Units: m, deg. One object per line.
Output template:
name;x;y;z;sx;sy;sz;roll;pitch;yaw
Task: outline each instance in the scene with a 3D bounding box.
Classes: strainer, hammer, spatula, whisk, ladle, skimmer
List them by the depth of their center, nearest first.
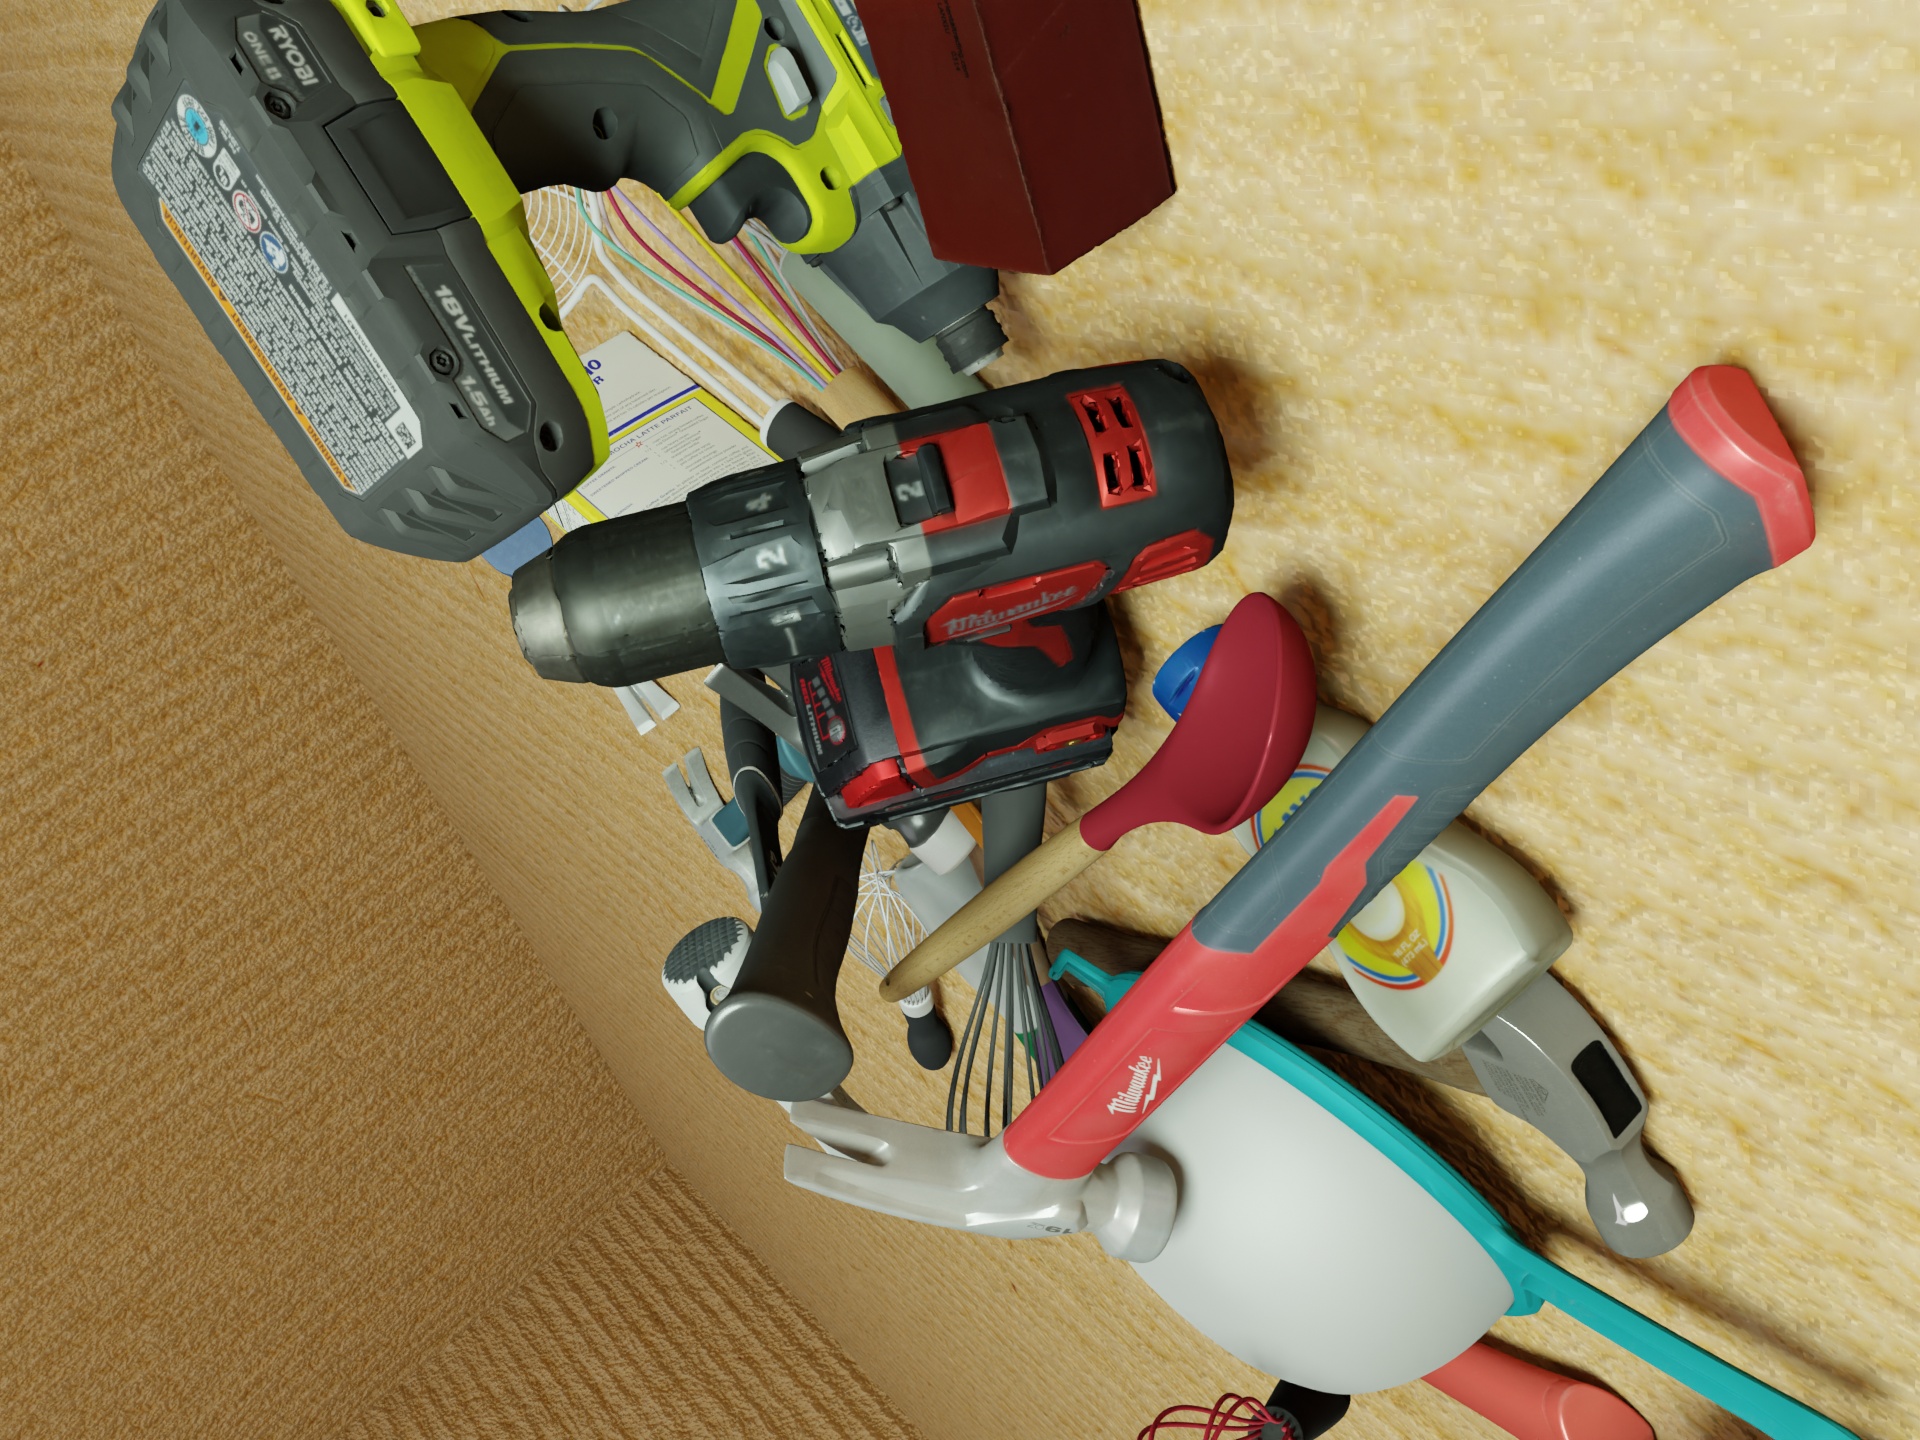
hammer;0.072;0.053;0.446;0.143;0.038;0.386;16;136;-15
ladle;0.035;0.050;0.562;0.031;0.069;0.315;16;148;-19
whisk;-0.062;-0.177;0.579;0.246;0.058;0.059;47;-168;7
strainer;0.154;0.216;0.598;0.210;0.095;0.341;50;164;-29
hammer;-0.055;0.050;0.603;0.146;0.035;0.335;42;-169;-8
whisk;-0.064;-0.146;0.622;0.245;0.051;0.047;47;156;6
hammer;0.128;0.113;0.642;0.130;0.031;0.331;59;157;-15
whisk;0.124;0.296;0.646;0.073;0.073;0.295;43;-173;24
whisk;0.023;0.089;0.655;0.055;0.055;0.239;170;102;-65
skimmer;-0.138;-0.158;0.687;0.363;0.090;0.127;40;123;23
hammer;-0.090;0.049;0.747;0.149;0.036;0.409;57;-175;-29
hammer;0.180;0.286;0.790;0.359;0.037;0.149;12;134;59
spatula;0.030;0.109;0.802;0.060;0.018;0.315;-5;113;45
hammer;-0.238;-0.068;0.972;0.144;0.035;0.405;52;172;-1
whisk;-0.033;0.160;1.004;0.070;0.070;0.284;41;160;28
hammer;-0.135;0.053;1.067;0.128;0.033;0.331;52;158;0

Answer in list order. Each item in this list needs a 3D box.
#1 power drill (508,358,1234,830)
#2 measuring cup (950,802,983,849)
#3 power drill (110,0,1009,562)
power drill;-0.024;-0.028;0.494;0.226;0.188;0.080;92;163;-76
measuring cup;-0.001;-0.002;0.701;0.173;0.052;0.095;54;158;-7
power drill;-0.083;-0.142;0.429;0.080;0.223;0.171;-19;107;48
